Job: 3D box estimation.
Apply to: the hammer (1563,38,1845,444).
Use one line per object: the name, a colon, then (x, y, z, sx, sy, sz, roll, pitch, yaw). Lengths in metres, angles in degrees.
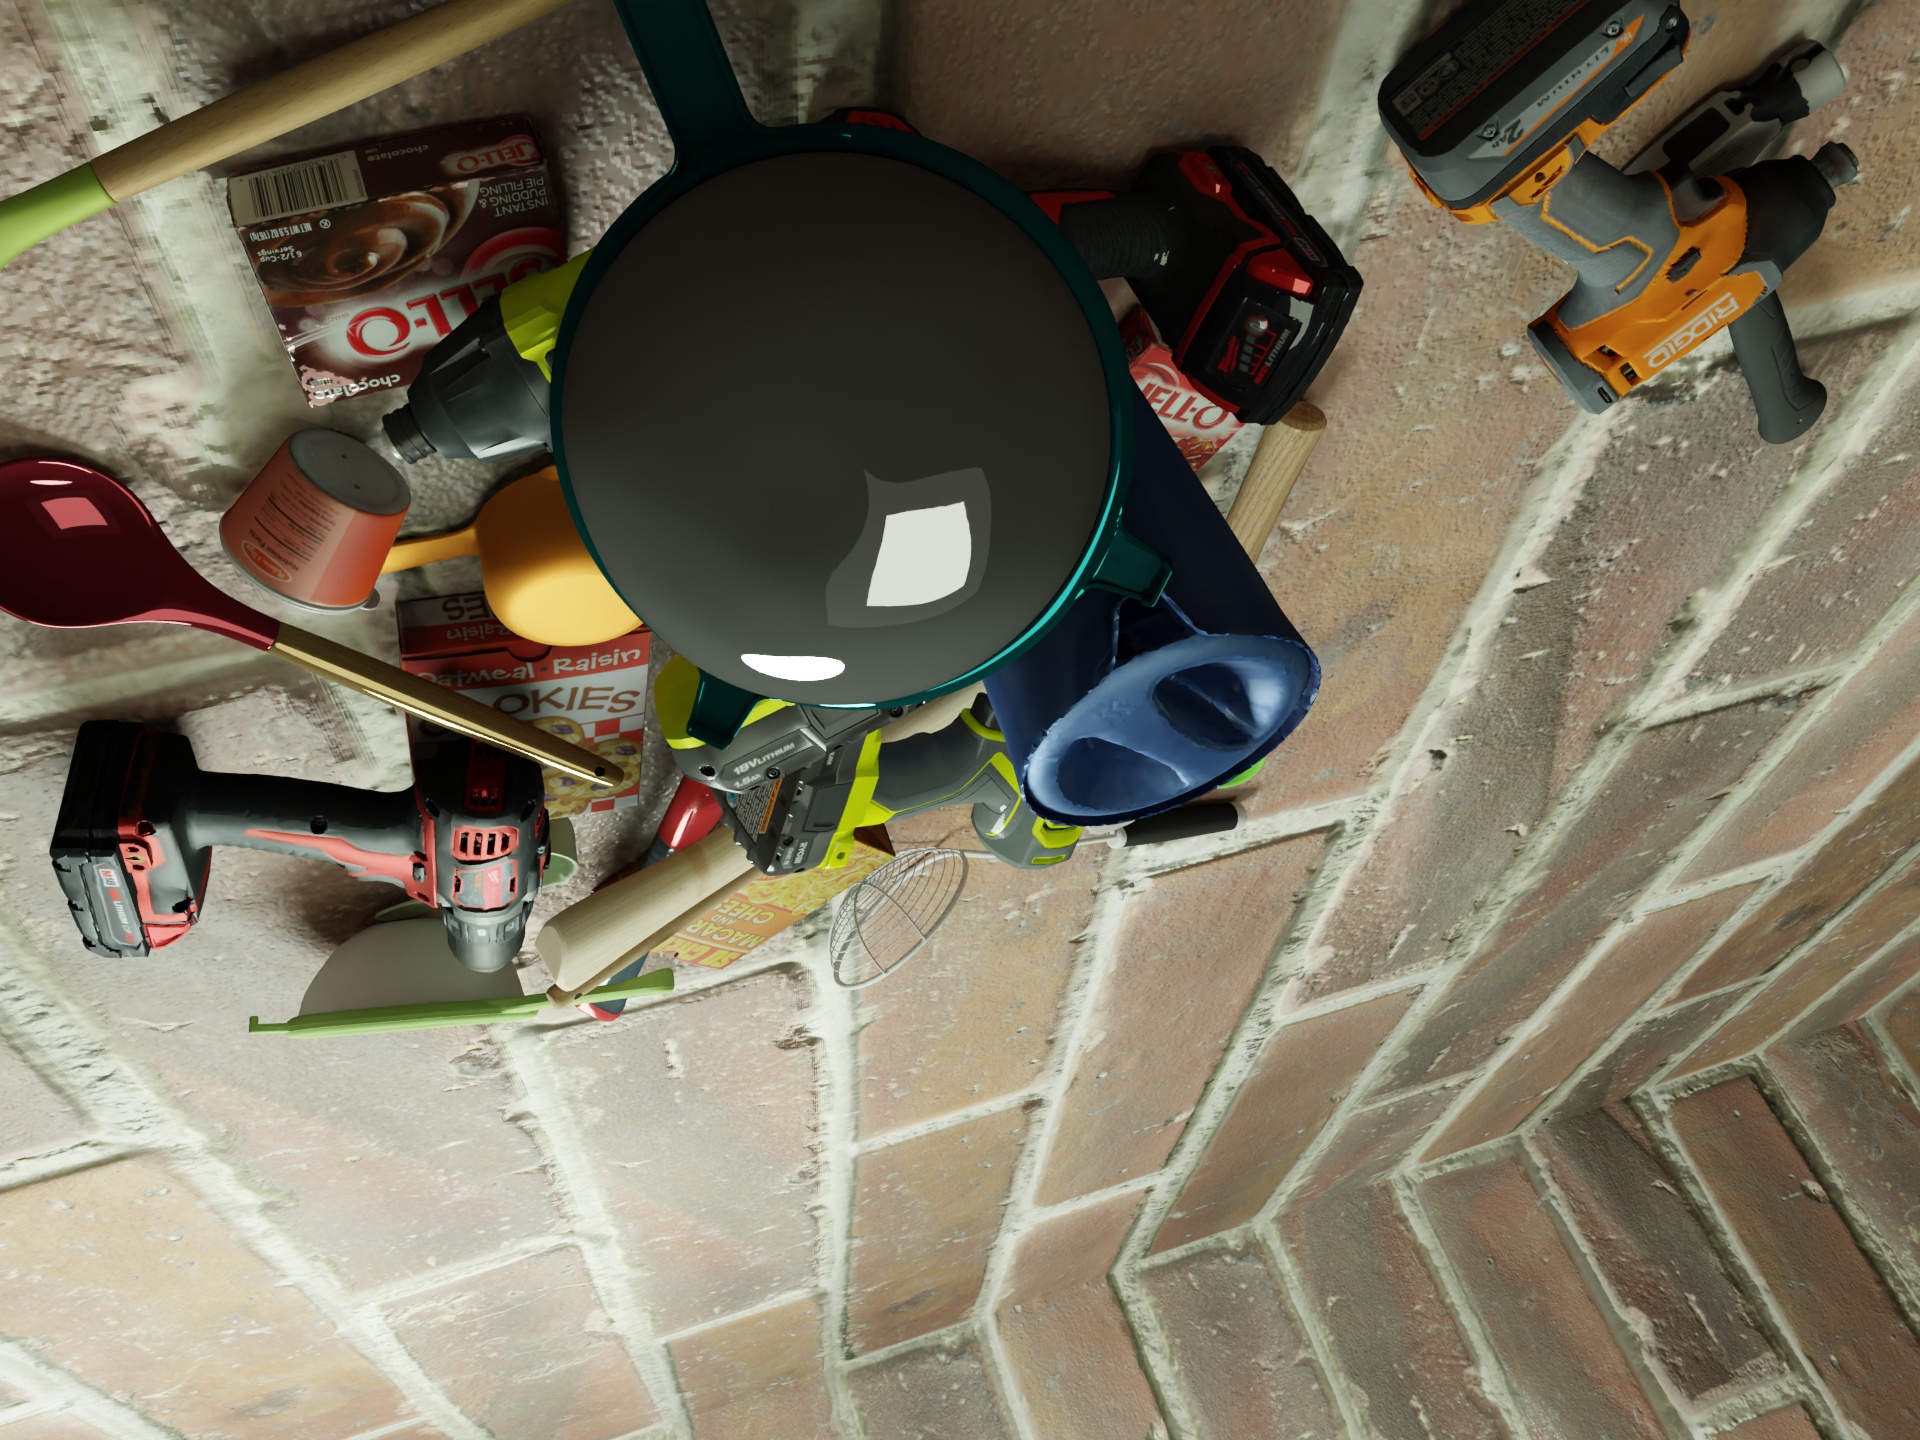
hammer: (0.453, -0.242, 0.925, 0.146, 0.035, 0.334, -35, 147, 20)

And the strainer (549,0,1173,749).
strainer: (-0.068, -0.143, 0.512, 0.211, 0.095, 0.340, -18, 111, 11)

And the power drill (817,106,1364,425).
power drill: (0.049, -0.183, 0.658, 0.219, 0.143, 0.078, -5, 142, -30)

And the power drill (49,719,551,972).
power drill: (-0.332, 0.077, 0.835, 0.226, 0.080, 0.187, 2, 143, -15)

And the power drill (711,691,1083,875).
power drill: (-0.001, -0.003, 0.841, 0.228, 0.080, 0.190, -3, 127, -36)

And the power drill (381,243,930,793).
power drill: (-0.109, -0.085, 0.651, 0.171, 0.080, 0.223, -27, 125, 1)

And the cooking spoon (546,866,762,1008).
cooking spoon: (-0.115, 0.079, 0.975, 0.319, 0.017, 0.068, -34, 160, -27)

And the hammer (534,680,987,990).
hammer: (-0.059, 0.030, 0.927, 0.410, 0.038, 0.146, -34, 151, -9)

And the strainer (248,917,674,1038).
strainer: (-0.293, 0.151, 0.980, 0.256, 0.069, 0.151, -10, 169, 18)

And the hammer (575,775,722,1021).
hammer: (-0.149, 0.056, 0.949, 0.143, 0.038, 0.386, -15, 148, -42)

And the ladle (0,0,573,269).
ladle: (-0.268, -0.201, 0.540, 0.320, 0.062, 0.078, -27, 148, -6)

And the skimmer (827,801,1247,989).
skimmer: (0.070, 0.125, 1.198, 0.363, 0.090, 0.127, -7, 178, -28)

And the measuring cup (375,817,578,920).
measuring cup: (-0.303, 0.087, 0.968, 0.167, 0.038, 0.083, -21, 155, 32)

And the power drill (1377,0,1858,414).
power drill: (0.314, -0.256, 0.741, 0.164, 0.084, 0.226, -38, 136, 24)

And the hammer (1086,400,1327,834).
hammer: (0.143, -0.050, 0.979, 0.130, 0.031, 0.331, -22, 145, -38)

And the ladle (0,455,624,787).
ladle: (-0.287, -0.029, 0.725, 0.315, 0.031, 0.069, 28, 86, -36)

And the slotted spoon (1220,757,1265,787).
slotted spoon: (0.108, -0.005, 1.083, 0.070, 0.031, 0.313, -40, 143, 27)

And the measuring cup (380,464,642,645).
measuring cup: (-0.224, -0.065, 0.749, 0.173, 0.052, 0.095, -12, 154, -11)
